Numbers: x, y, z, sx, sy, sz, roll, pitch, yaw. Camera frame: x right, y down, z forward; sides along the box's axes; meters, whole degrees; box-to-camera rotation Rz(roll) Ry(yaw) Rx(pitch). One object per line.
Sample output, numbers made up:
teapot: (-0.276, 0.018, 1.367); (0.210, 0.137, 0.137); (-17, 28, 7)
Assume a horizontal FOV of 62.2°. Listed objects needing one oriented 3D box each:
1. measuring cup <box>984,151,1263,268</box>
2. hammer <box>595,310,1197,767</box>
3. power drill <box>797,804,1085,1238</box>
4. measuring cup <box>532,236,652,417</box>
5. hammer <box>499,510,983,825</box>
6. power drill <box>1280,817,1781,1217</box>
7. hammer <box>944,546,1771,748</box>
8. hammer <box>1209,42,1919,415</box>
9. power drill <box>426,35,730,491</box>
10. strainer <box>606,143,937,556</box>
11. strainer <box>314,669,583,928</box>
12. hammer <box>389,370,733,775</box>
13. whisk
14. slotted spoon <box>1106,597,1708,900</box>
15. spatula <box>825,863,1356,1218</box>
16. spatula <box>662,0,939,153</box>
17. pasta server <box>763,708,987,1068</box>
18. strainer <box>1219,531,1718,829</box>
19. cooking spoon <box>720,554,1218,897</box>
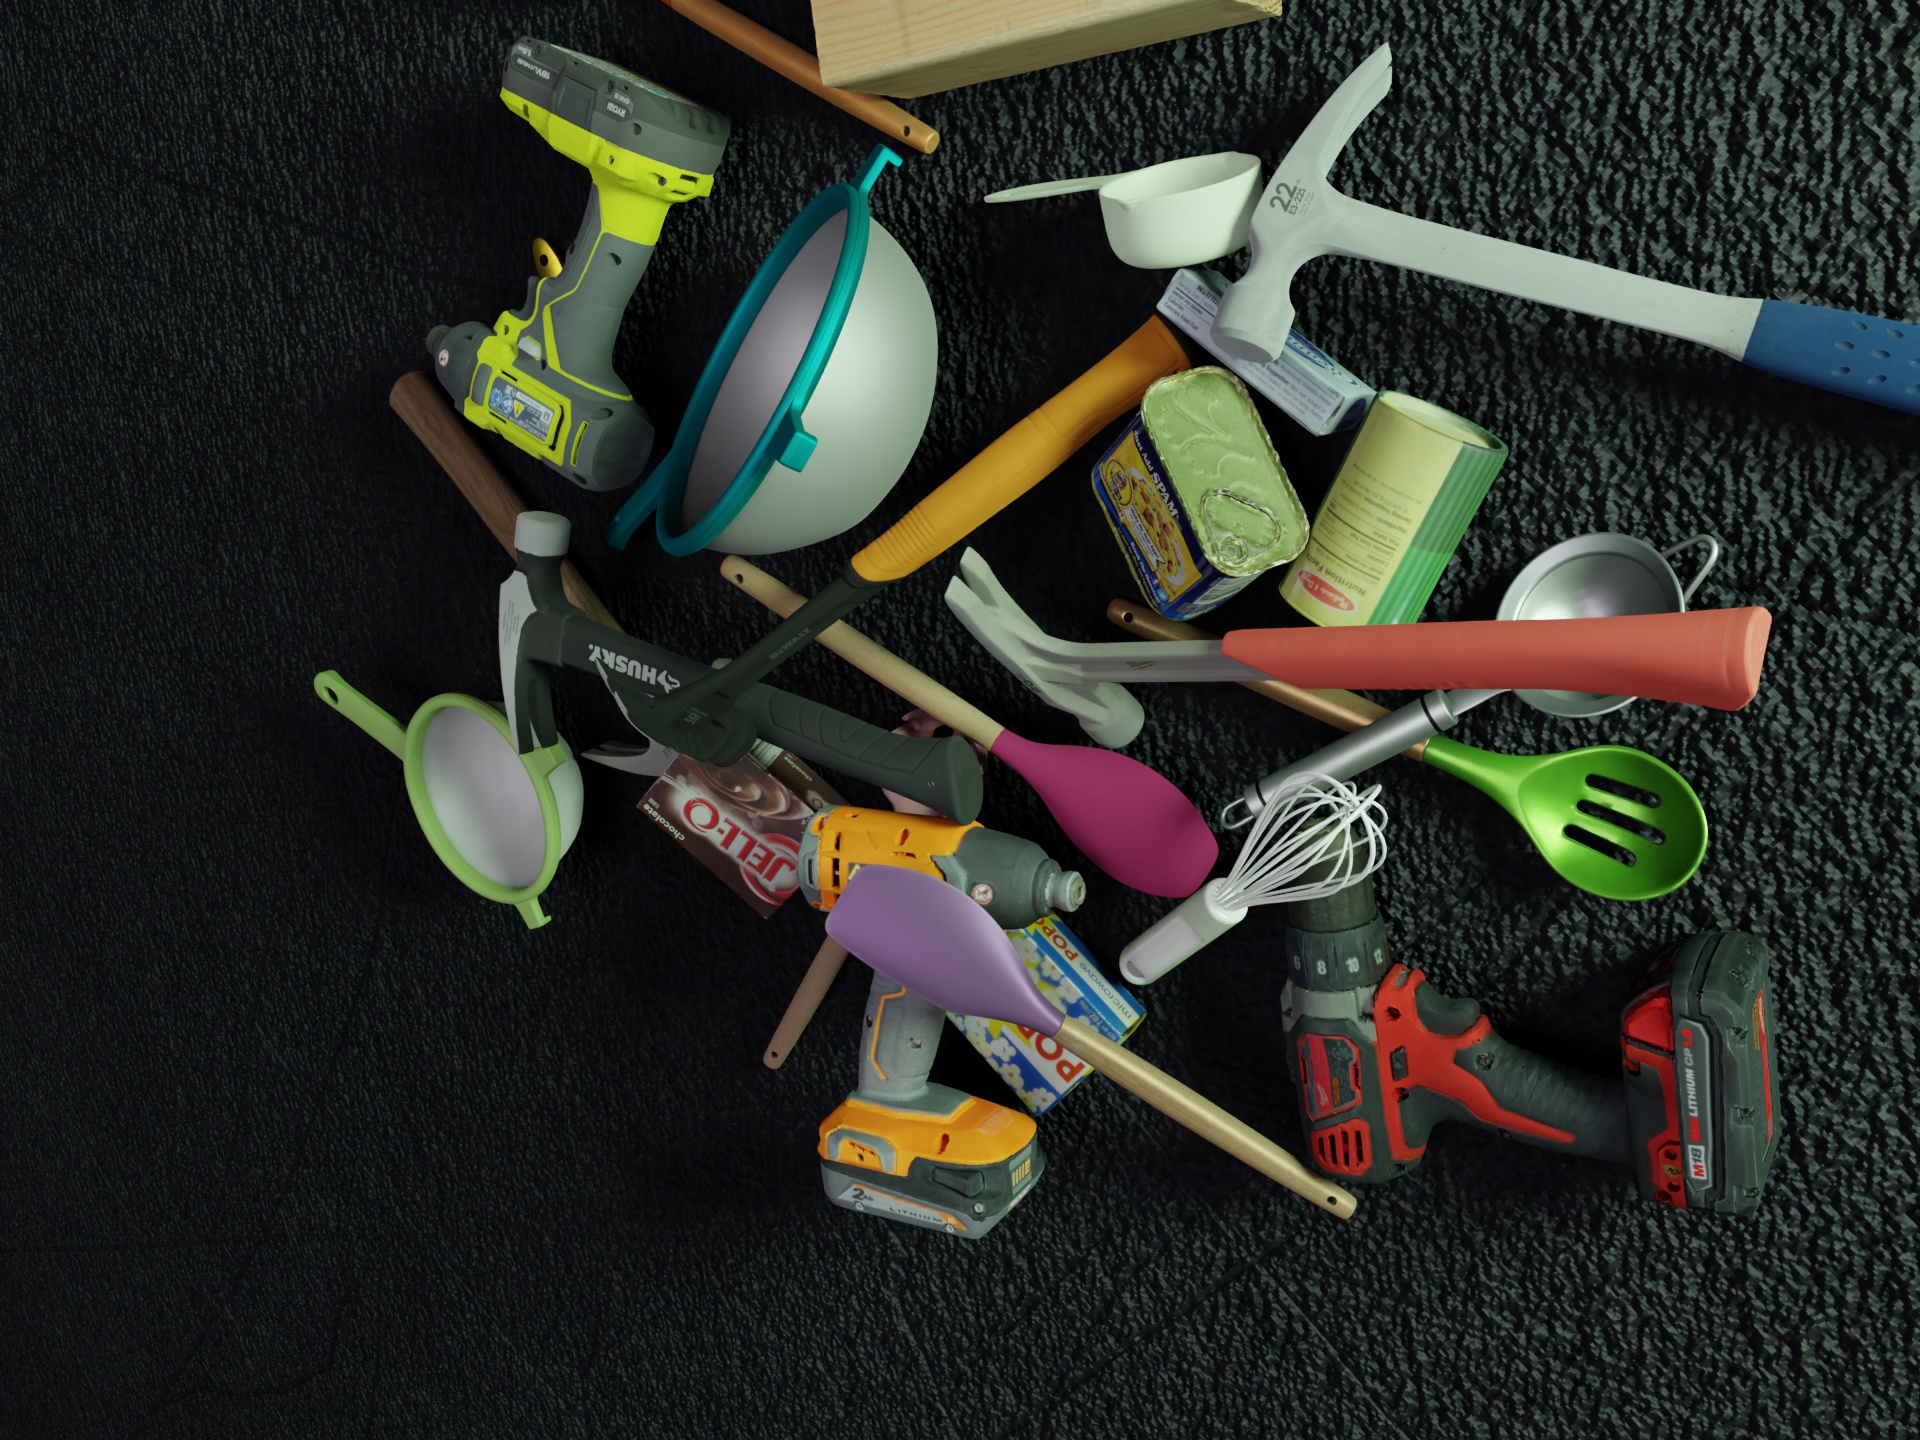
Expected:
measuring cup: (0.075, -0.248, 0.784); (0.168, 0.083, 0.038); (15, 129, 45)
hammer: (-0.026, -0.094, 0.801); (0.337, 0.127, 0.034); (-37, 68, 7)
power drill: (-0.007, 0.164, 0.889); (0.164, 0.084, 0.226); (4, 102, 28)
measuring cup: (-0.242, -0.227, 0.995); (0.062, 0.029, 0.156); (-19, 96, 34)
hammer: (-0.135, -0.008, 0.916); (0.335, 0.035, 0.146); (20, 110, 24)
power drill: (0.262, 0.139, 0.769); (0.227, 0.080, 0.188); (-2, 102, 35)
hammer: (0.162, -0.033, 0.709); (0.359, 0.037, 0.149); (1, 149, 43)
hammer: (0.315, -0.168, 0.651); (0.406, 0.035, 0.144); (22, 90, 20)
power drill: (-0.234, -0.270, 0.935); (0.171, 0.080, 0.223); (32, 112, 24)
strainer: (-0.105, -0.150, 0.893); (0.340, 0.095, 0.211); (-28, 44, 55)
strainer: (-0.348, 0.021, 1.111); (0.256, 0.069, 0.151); (30, 124, 26)
hammer: (-0.273, -0.100, 1.051); (0.331, 0.031, 0.130); (50, 122, 10)
whisk: (0.137, 0.088, 0.799); (0.058, 0.059, 0.246); (48, 148, 7)
slotted spoon: (0.209, 0.001, 0.788); (0.314, 0.031, 0.070); (26, 103, 25)
spatula: (0.073, 0.171, 0.830); (0.316, 0.018, 0.060); (33, 95, -2)
spatula: (-0.144, -0.392, 0.882); (0.323, 0.041, 0.081); (35, 118, 17)
pasta server: (-0.062, 0.112, 0.979); (0.060, 0.040, 0.316); (35, 121, 9)
strainer: (0.231, -0.009, 0.742); (0.258, 0.050, 0.087); (-30, 55, 25)
cooking spoon: (-0.001, -0.003, 0.870); (0.319, 0.017, 0.068); (33, 120, 10)
